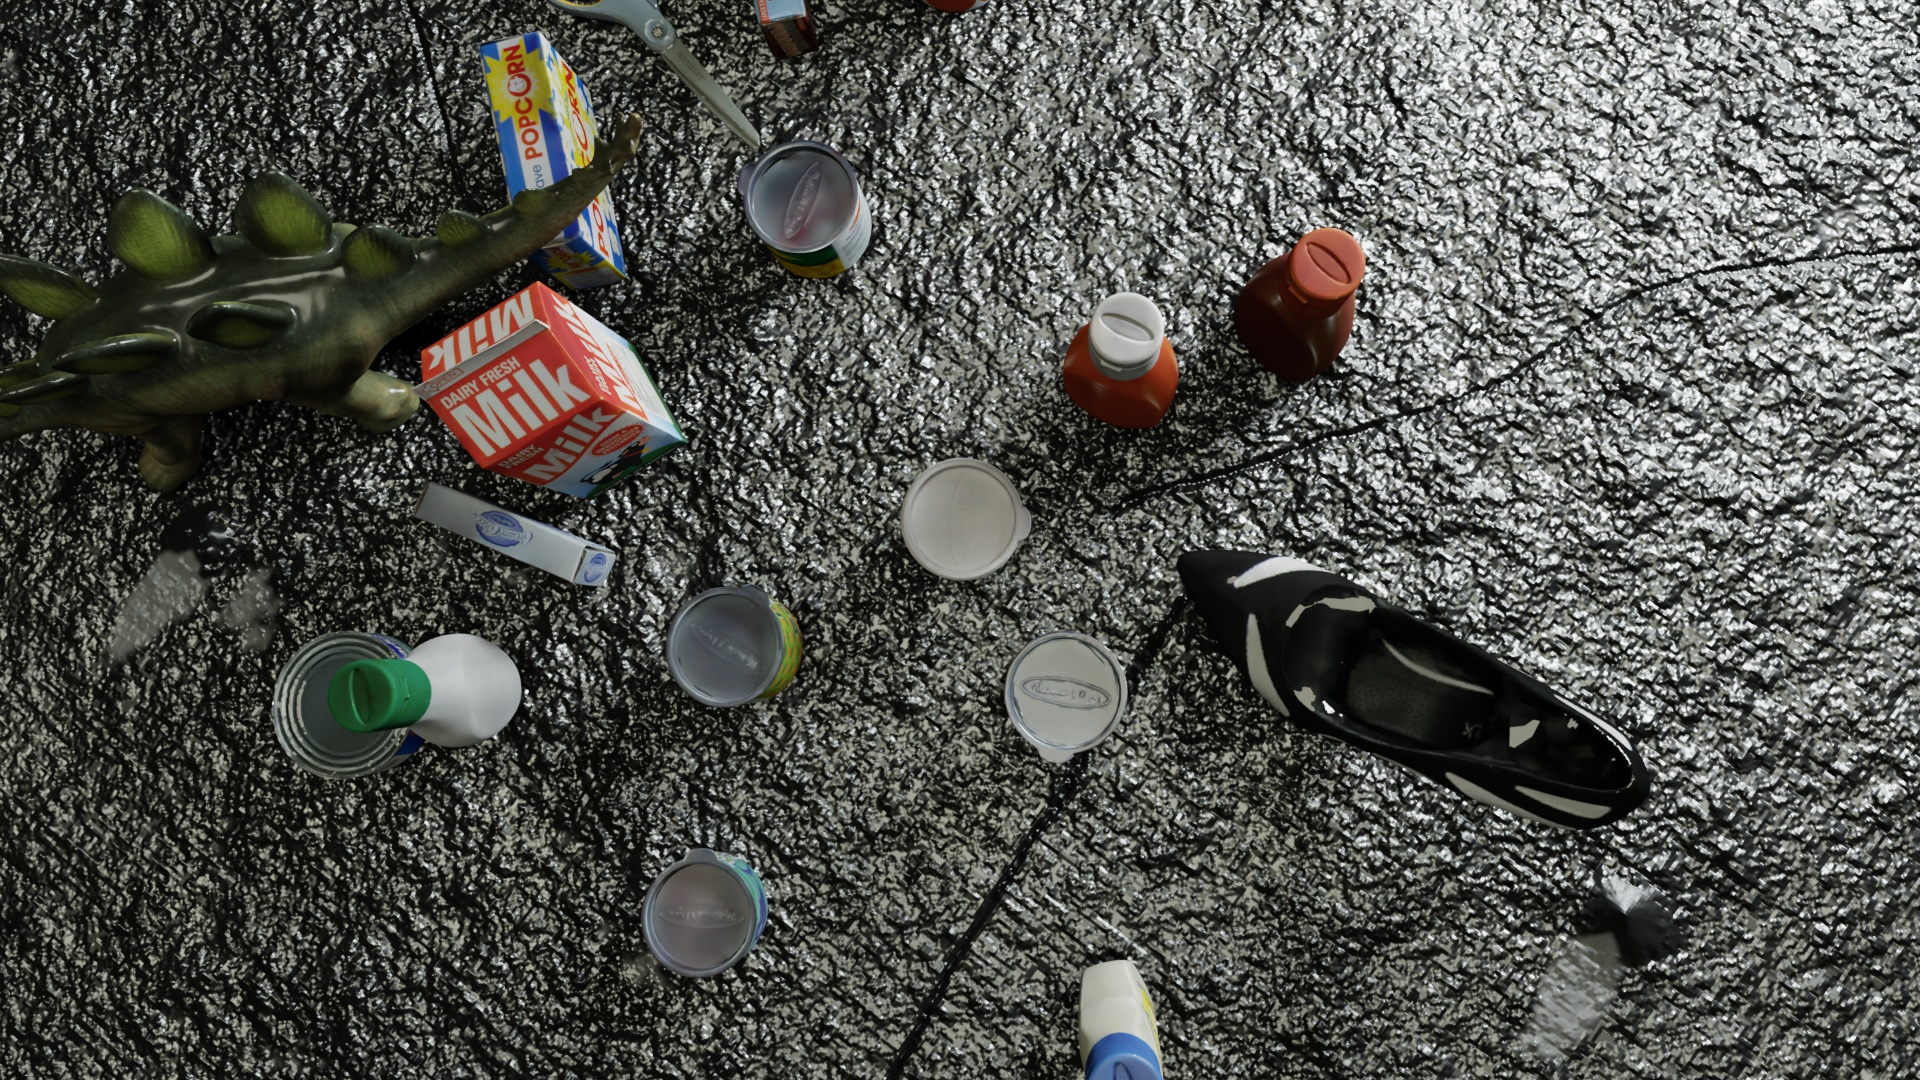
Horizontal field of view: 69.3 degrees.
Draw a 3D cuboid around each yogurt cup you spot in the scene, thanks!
[{"bbox_3d":[0.003,-0.010,0.790,0.072,0.054,0.072,0,85,5],"label":"yogurt cup"}]

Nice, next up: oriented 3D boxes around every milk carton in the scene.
[{"bbox_3d":[-0.220,-0.079,0.746,0.072,0.190,0.073,-30,83,2],"label":"milk carton"}]

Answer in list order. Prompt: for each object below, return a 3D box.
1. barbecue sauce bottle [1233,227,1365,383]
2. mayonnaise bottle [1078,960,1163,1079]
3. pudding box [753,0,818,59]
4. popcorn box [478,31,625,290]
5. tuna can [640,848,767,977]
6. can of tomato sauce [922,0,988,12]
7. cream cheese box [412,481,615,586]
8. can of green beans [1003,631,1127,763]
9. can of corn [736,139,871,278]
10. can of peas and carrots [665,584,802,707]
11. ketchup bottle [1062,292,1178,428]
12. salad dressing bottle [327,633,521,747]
[{"bbox_3d":[0.182,-0.126,0.739,0.043,0.148,0.065,-44,83,0],"label":"barbecue sauce bottle"},{"bbox_3d":[0.082,0.260,0.709,0.041,0.148,0.065,-15,84,3],"label":"mayonnaise bottle"},{"bbox_3d":[-0.110,-0.340,0.834,0.030,0.049,0.084,-12,84,4],"label":"pudding box"},{"bbox_3d":[-0.237,-0.219,0.814,0.038,0.085,0.127,-14,84,4],"label":"popcorn box"},{"bbox_3d":[-0.145,0.209,0.791,0.071,0.033,0.071,0,84,5],"label":"tuna can"},{"bbox_3d":[-0.004,-0.356,0.810,0.071,0.083,0.071,0,85,5],"label":"can of tomato sauce"},{"bbox_3d":[-0.258,-0.003,0.810,0.104,0.053,0.024,22,87,6],"label":"cream cheese box"},{"bbox_3d":[0.058,0.084,0.774,0.071,0.058,0.071,0,85,5],"label":"can of green beans"},{"bbox_3d":[-0.090,-0.193,0.813,0.071,0.058,0.071,0,85,5],"label":"can of corn"},{"bbox_3d":[-0.126,0.059,0.791,0.071,0.058,0.071,0,85,5],"label":"can of peas and carrots"},{"bbox_3d":[0.086,-0.095,0.744,0.065,0.148,0.043,23,87,6],"label":"ketchup bottle"},{"bbox_3d":[-0.289,0.082,0.757,0.044,0.147,0.064,-12,84,4],"label":"salad dressing bottle"}]
